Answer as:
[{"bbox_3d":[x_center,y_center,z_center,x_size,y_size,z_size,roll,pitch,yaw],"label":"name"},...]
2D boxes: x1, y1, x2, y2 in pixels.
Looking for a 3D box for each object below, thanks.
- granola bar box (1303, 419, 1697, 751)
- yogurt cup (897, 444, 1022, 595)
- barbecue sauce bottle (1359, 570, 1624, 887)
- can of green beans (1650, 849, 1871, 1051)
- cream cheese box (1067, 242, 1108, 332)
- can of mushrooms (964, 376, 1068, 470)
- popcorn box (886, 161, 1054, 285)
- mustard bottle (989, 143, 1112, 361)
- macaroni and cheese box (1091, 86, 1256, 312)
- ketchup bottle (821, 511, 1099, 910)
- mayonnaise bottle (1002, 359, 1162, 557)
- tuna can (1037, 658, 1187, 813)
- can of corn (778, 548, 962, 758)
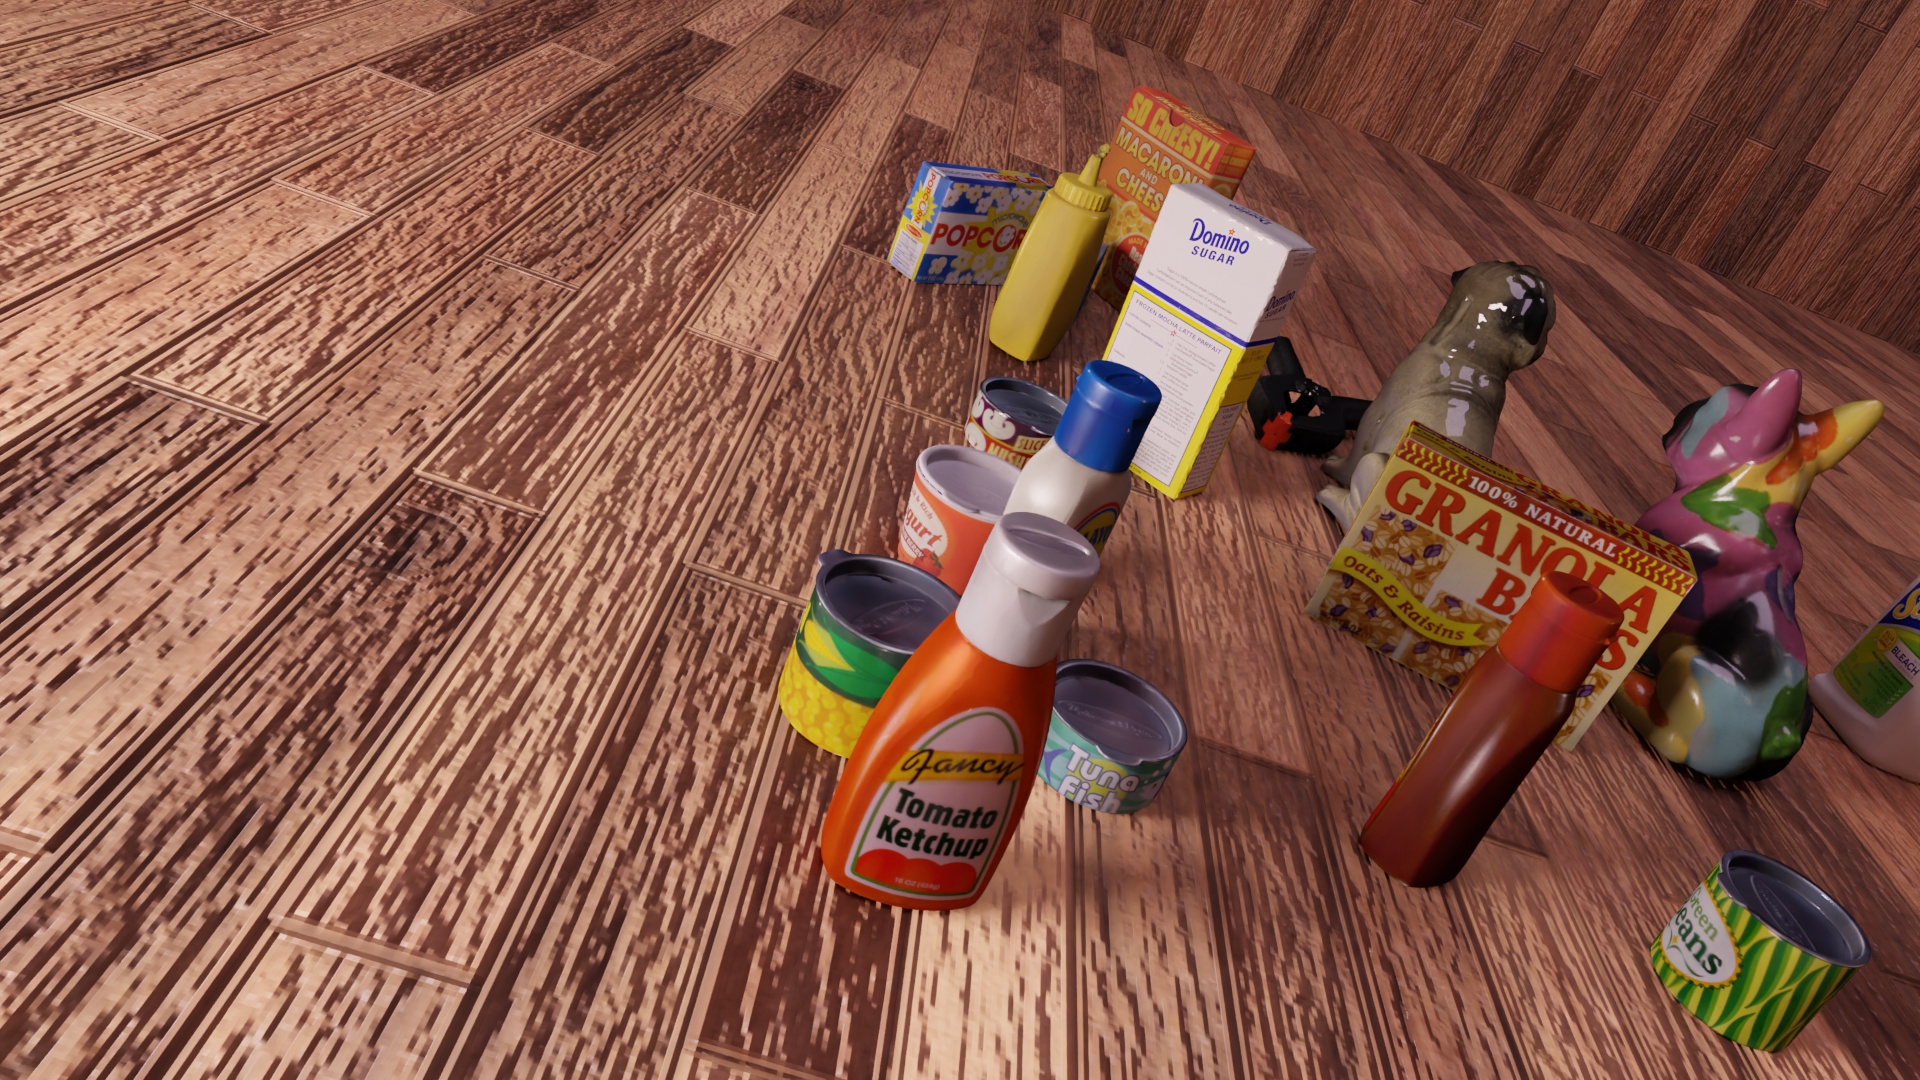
[{"bbox_3d":[0.298,0.025,0.780,0.166,0.123,0.039,28,28,10],"label":"granola bar box"},{"bbox_3d":[0.002,-0.009,0.697,0.072,0.053,0.073,18,28,-10],"label":"yogurt cup"},{"bbox_3d":[0.231,0.083,0.603,0.065,0.147,0.044,-10,42,-46],"label":"barbecue sauce bottle"},{"bbox_3d":[0.353,0.181,0.616,0.071,0.057,0.071,18,28,-10],"label":"can of green beans"},{"bbox_3d":[0.092,-0.206,1.110,0.024,0.053,0.104,24,28,2],"label":"cream cheese box"},{"bbox_3d":[0.038,-0.070,0.852,0.071,0.033,0.071,18,28,-10],"label":"can of mushrooms"},{"bbox_3d":[0.011,-0.246,1.085,0.127,0.084,0.038,-9,41,-45],"label":"popcorn box"},{"bbox_3d":[0.071,-0.206,0.979,0.049,0.159,0.065,32,29,17],"label":"mustard bottle"},{"bbox_3d":[0.161,-0.278,1.165,0.040,0.165,0.124,-2,36,-39],"label":"macaroni and cheese box"},{"bbox_3d":[0.002,0.060,0.475,0.065,0.148,0.044,15,29,-15],"label":"ketchup bottle"},{"bbox_3d":[0.045,-0.009,0.628,0.041,0.147,0.065,38,31,27],"label":"mayonnaise bottle"},{"bbox_3d":[0.061,0.085,0.598,0.071,0.032,0.071,18,28,-10],"label":"tuna can"},{"bbox_3d":[-0.037,0.046,0.566,0.071,0.058,0.071,18,28,-10],"label":"can of corn"}]
